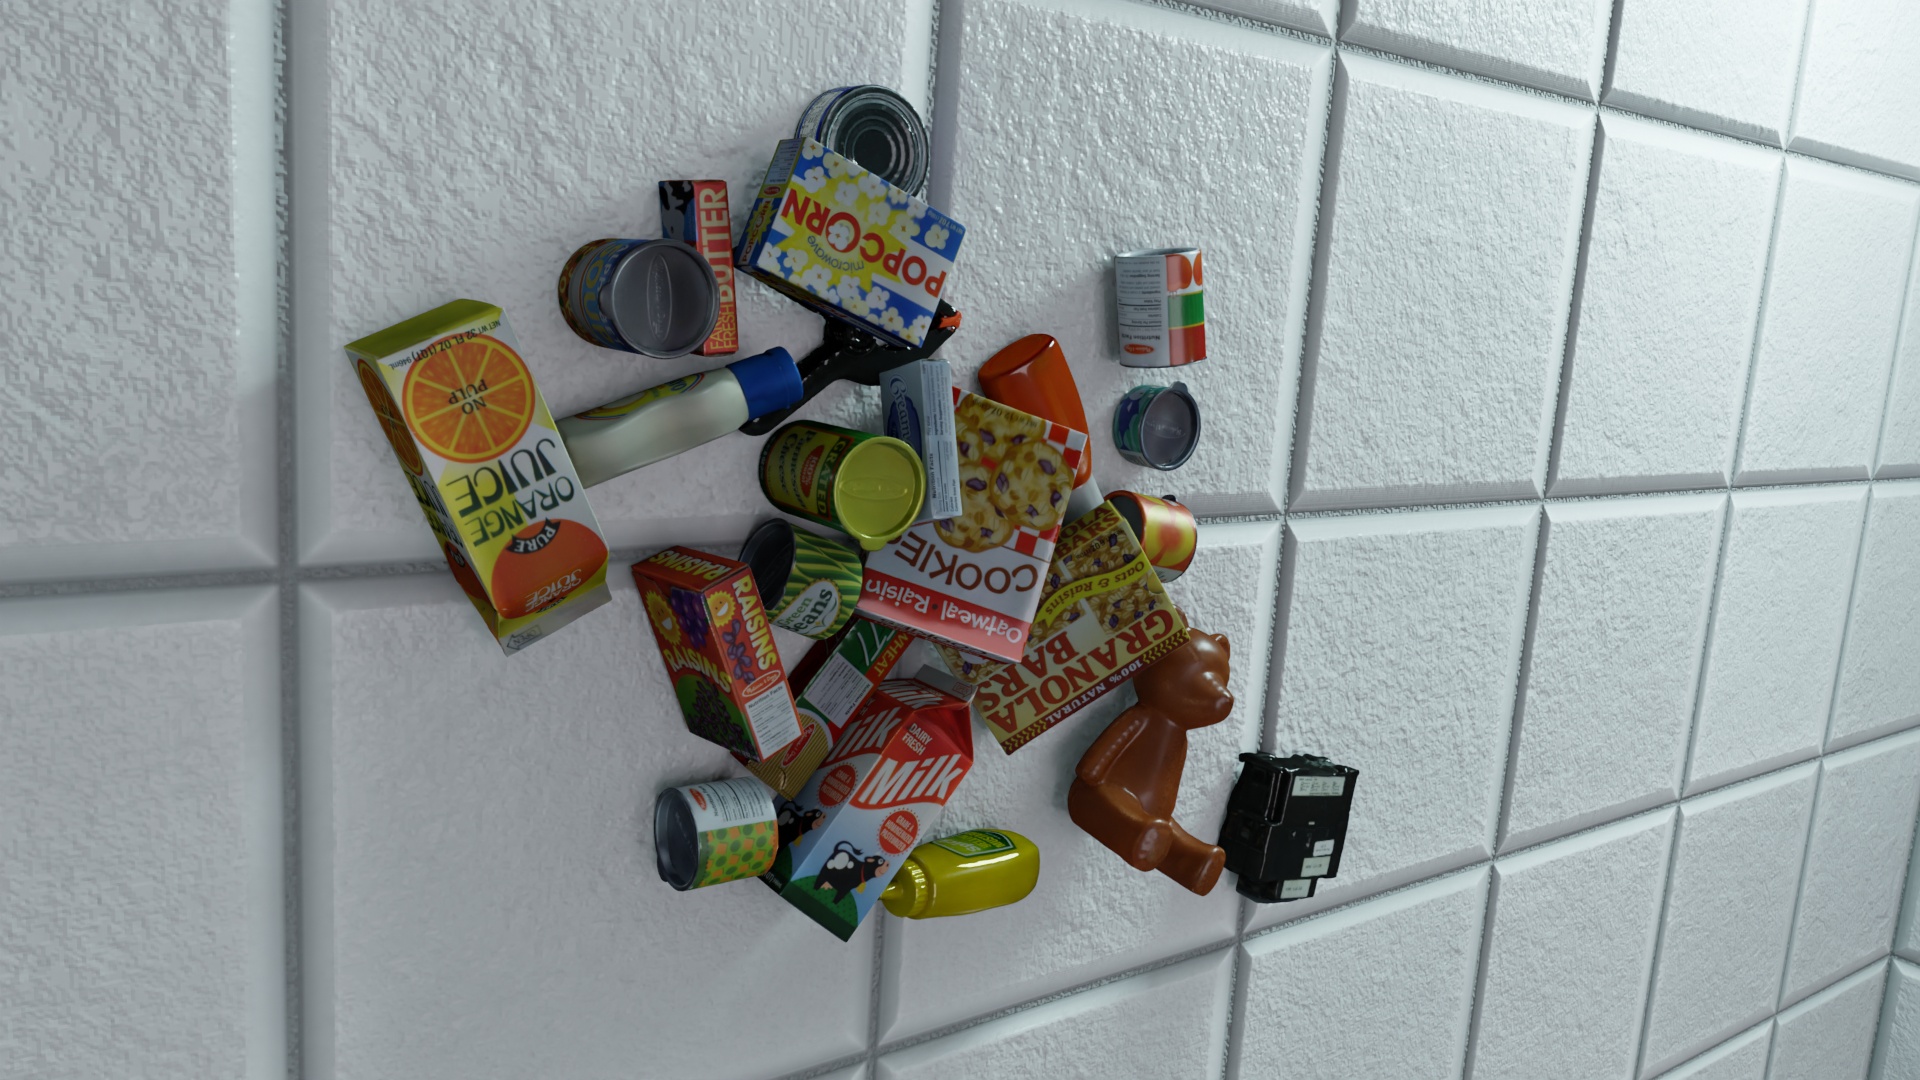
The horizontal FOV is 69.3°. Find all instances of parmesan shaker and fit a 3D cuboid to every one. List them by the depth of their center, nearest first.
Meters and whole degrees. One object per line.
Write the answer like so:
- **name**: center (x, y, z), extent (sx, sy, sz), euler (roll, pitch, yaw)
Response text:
- **parmesan shaker**: center (-0.078, -0.037, 0.888), extent (0.071, 0.103, 0.071), euler (-8, 105, -34)

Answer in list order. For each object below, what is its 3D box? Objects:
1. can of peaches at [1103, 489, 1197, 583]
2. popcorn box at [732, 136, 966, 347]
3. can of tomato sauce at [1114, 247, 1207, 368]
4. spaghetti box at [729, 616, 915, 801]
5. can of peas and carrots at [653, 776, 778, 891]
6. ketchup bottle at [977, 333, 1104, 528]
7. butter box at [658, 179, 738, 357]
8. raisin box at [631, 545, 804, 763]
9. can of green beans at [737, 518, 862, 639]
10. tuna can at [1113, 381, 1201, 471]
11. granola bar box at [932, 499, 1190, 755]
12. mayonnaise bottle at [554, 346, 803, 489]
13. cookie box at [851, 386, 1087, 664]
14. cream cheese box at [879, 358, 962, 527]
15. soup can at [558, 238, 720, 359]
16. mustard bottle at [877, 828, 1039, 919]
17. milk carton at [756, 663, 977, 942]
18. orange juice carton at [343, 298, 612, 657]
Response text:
- **can of peaches**: center (0.140, -0.005, 1.080), extent (0.058, 0.071, 0.071), euler (10, 94, -37)
- **popcorn box**: center (-0.067, -0.182, 0.860), extent (0.126, 0.038, 0.085), euler (23, 87, -33)
- **can of tomato sauce**: center (0.152, -0.177, 1.050), extent (0.071, 0.071, 0.082), euler (-16, 109, -33)
- **spaghetti box**: center (-0.062, 0.065, 0.969), extent (0.251, 0.029, 0.050), euler (-53, 124, -15)
- **can of peas and carrots**: center (-0.160, 0.192, 0.904), extent (0.059, 0.071, 0.070), euler (-2, 102, -36)
- **ketchup bottle**: center (0.067, -0.075, 1.024), extent (0.065, 0.043, 0.148), euler (-37, 119, -21)
- **butter box**: center (-0.157, -0.164, 0.834), extent (0.024, 0.053, 0.103), euler (-11, 106, -32)
- **raisin box**: center (-0.152, 0.070, 0.868), extent (0.040, 0.086, 0.123), euler (-30, 117, -34)
- **can of green beans**: center (-0.106, 0.026, 0.905), extent (0.058, 0.071, 0.071), euler (25, 85, -38)
- **tuna can**: center (0.155, -0.092, 1.091), extent (0.071, 0.033, 0.071), euler (-9, 106, -35)
- **granola bar box**: center (0.071, 0.066, 1.022), extent (0.165, 0.039, 0.123), euler (-32, 118, -1)
- **mayonnaise bottle**: center (-0.168, -0.075, 0.829), extent (0.148, 0.065, 0.041), euler (-24, 113, -21)
- **cookie box**: center (0.003, -0.012, 0.951), extent (0.123, 0.040, 0.167), euler (19, 79, -12)
- **cream cheese box**: center (-0.026, -0.062, 0.896), extent (0.024, 0.053, 0.104), euler (-2, 85, -35)
- **soup can**: center (-0.188, -0.140, 0.797), extent (0.071, 0.084, 0.071), euler (-9, 105, -34)
- **mustard bottle**: center (-0.010, 0.246, 1.012), extent (0.160, 0.065, 0.048), euler (0, 97, -48)
- **milk carton**: center (-0.062, 0.170, 0.966), extent (0.073, 0.072, 0.191), euler (46, 73, -33)
- **orange juice carton**: center (-0.260, -0.031, 0.776), extent (0.072, 0.073, 0.192), euler (-31, 117, -27)
